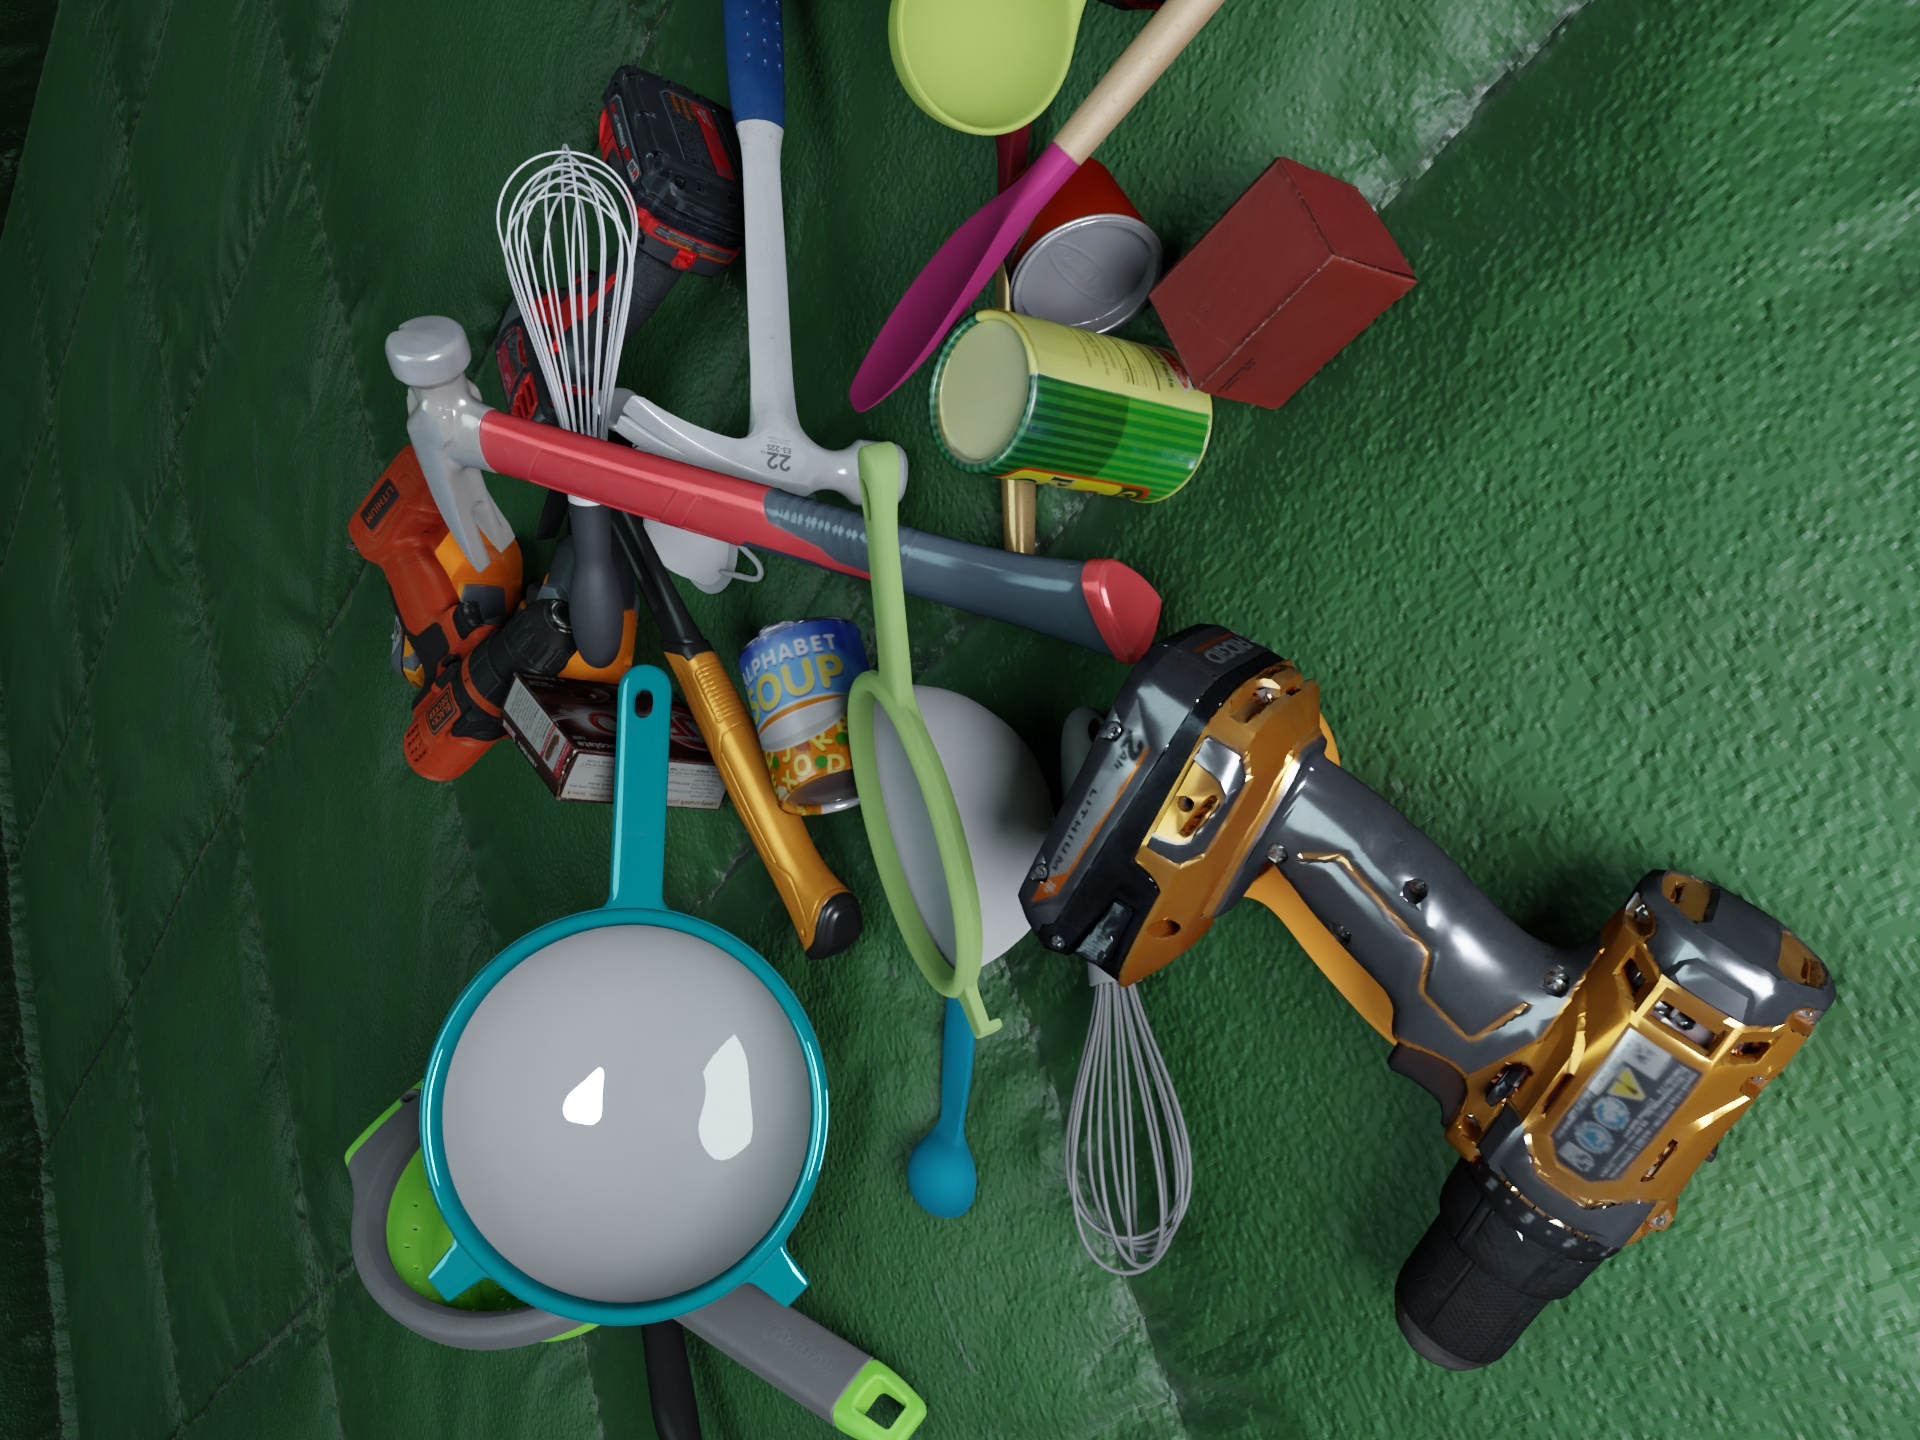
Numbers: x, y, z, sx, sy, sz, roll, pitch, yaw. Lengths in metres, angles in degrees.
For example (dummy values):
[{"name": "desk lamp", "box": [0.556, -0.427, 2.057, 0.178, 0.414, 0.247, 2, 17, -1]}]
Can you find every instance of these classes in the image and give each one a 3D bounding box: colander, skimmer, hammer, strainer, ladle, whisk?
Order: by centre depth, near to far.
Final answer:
[{"name": "ladle", "box": [0.107, -0.325, 0.575, 0.320, 0.078, 0.062, -27, 36, 26]}, {"name": "whisk", "box": [0.062, 0.110, 0.674, 0.055, 0.055, 0.239, -21, 69, 47]}, {"name": "strainer", "box": [-0.001, -0.002, 0.692, 0.152, 0.069, 0.256, -129, 29, -56]}, {"name": "ladle", "box": [0.025, -0.217, 0.742, 0.069, 0.031, 0.315, -1, 90, 40]}, {"name": "hammer", "box": [-0.093, -0.084, 0.747, 0.386, 0.038, 0.143, 18, 142, 19]}, {"name": "whisk", "box": [-0.198, -0.155, 0.837, 0.070, 0.070, 0.284, 37, 133, 43]}, {"name": "hammer", "box": [-0.111, -0.307, 0.844, 0.035, 0.144, 0.406, 144, 125, -59]}, {"name": "strainer", "box": [-0.172, 0.144, 0.869, 0.095, 0.211, 0.340, 88, -178, -81]}, {"name": "skimmer", "box": [-0.109, 0.470, 0.875, 0.127, 0.090, 0.364, 114, 146, -40]}, {"name": "hammer", "box": [-0.146, -0.017, 0.887, 0.337, 0.034, 0.127, 61, 140, 17]}, {"name": "colander", "box": [-0.180, 0.321, 0.905, 0.397, 0.204, 0.094, 19, 135, 32]}, {"name": "strainer", "box": [-0.195, -0.157, 0.989, 0.259, 0.050, 0.086, 52, 140, 41]}]

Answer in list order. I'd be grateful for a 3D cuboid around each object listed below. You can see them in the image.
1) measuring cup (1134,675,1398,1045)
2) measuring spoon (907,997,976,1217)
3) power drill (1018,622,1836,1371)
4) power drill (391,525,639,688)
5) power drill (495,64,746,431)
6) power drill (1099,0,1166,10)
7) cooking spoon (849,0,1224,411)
[{"name": "measuring cup", "box": [0.128, 0.052, 0.603, 0.174, 0.052, 0.095, 50, 122, 17]}, {"name": "measuring spoon", "box": [-0.010, 0.180, 0.772, 0.042, 0.021, 0.128, 11, 98, 49]}, {"name": "power drill", "box": [0.133, 0.094, 0.530, 0.226, 0.084, 0.185, 33, 116, 19]}, {"name": "power drill", "box": [-0.295, -0.076, 1.072, 0.227, 0.084, 0.164, 18, 102, 44]}, {"name": "power drill", "box": [-0.213, -0.271, 0.963, 0.219, 0.078, 0.143, -46, 51, 33]}, {"name": "power drill", "box": [0.017, -0.407, 0.681, 0.227, 0.080, 0.188, 13, 99, 26]}, {"name": "cooking spoon", "box": [0.060, -0.247, 0.635, 0.319, 0.017, 0.069, -47, 28, 15]}]
